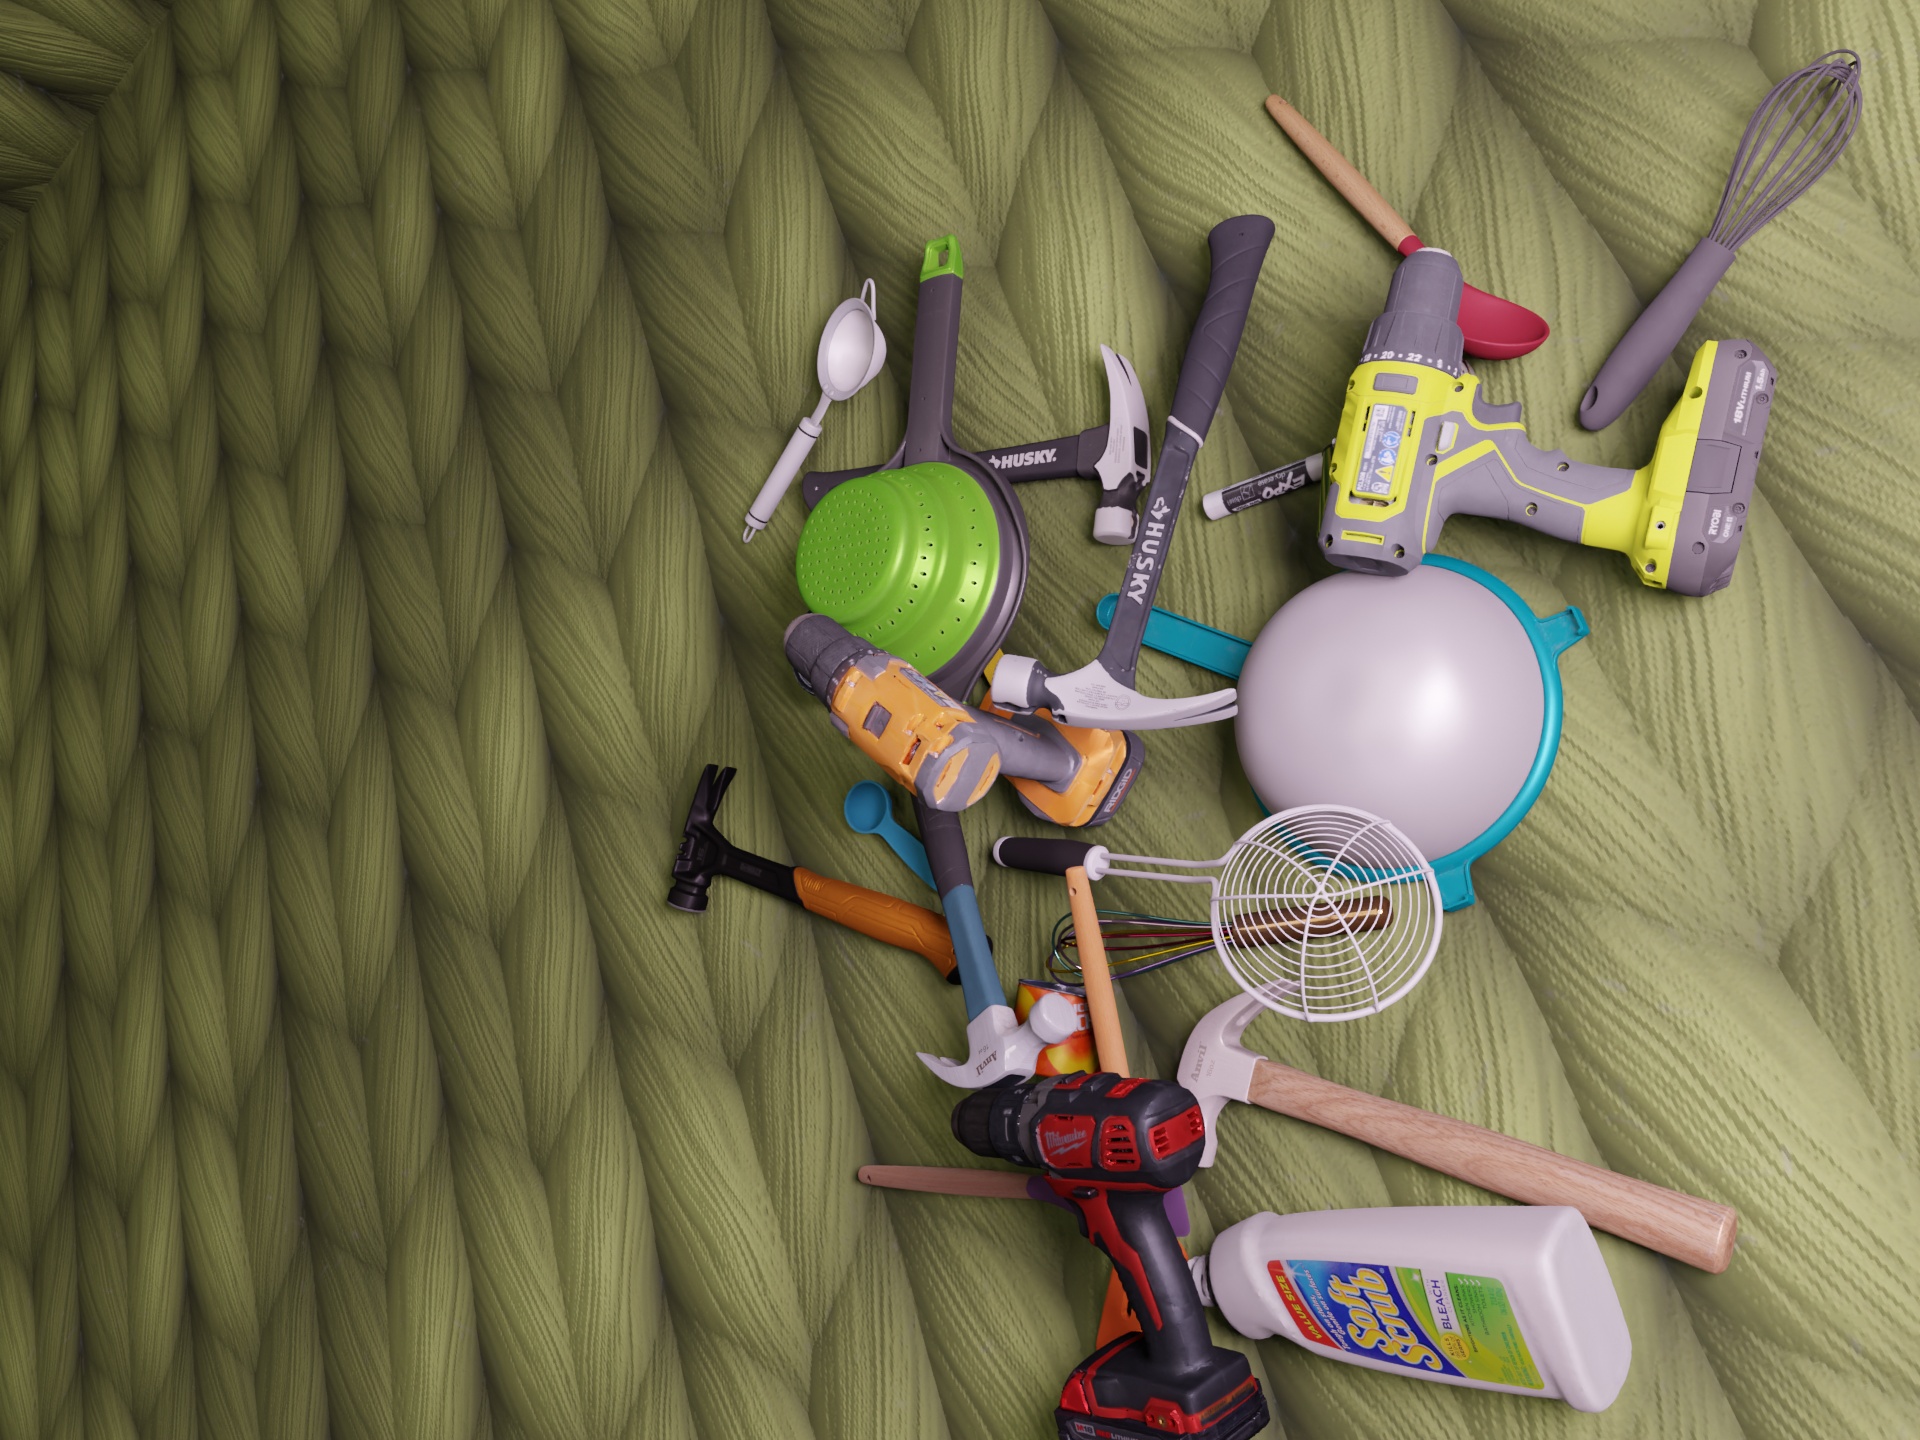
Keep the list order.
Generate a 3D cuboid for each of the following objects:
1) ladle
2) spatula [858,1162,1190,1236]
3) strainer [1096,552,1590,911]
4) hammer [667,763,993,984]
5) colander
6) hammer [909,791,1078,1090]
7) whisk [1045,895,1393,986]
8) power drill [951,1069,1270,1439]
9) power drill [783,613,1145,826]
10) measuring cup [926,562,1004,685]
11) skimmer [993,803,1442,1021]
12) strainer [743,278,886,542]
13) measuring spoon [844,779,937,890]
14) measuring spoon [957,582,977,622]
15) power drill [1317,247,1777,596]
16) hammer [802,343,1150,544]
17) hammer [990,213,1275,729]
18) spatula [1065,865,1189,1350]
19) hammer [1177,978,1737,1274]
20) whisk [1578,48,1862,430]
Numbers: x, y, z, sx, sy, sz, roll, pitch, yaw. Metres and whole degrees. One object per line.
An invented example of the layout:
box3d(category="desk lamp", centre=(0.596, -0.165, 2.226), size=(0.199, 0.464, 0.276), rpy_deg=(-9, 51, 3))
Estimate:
box3d(category="ladle", centre=(0.282, -0.331, 1.055), size=(0.031, 0.069, 0.316), rpy_deg=(101, 150, -49))
box3d(category="spatula", centre=(0.031, 0.312, 1.077), size=(0.316, 0.018, 0.060), rpy_deg=(-15, 88, 47))
box3d(category="strainer", centre=(0.201, -0.031, 1.008), size=(0.341, 0.095, 0.211), rpy_deg=(25, 96, 39))
box3d(category="hammer", centre=(-0.106, 0.131, 1.259), size=(0.337, 0.034, 0.127), rpy_deg=(15, 90, 40))
box3d(category="colander", centre=(-0.050, -0.197, 1.206), size=(0.204, 0.094, 0.397), rpy_deg=(-5, 76, 39))
box3d(category="hammer", centre=(-0.004, 0.113, 1.131), size=(0.128, 0.033, 0.331), rpy_deg=(-48, 40, 32))
box3d(category="whisk", centre=(0.162, 0.138, 1.038), size=(0.245, 0.047, 0.051), rpy_deg=(-13, 76, 32))
box3d(category="power drill", centre=(0.082, 0.324, 0.964), size=(0.188, 0.080, 0.227), rpy_deg=(-14, 90, 48))
box3d(category="power drill", centre=(-0.002, -0.003, 1.075), size=(0.186, 0.226, 0.084), rpy_deg=(39, 109, 36))
box3d(category="measuring cup", centre=(0.024, -0.061, 1.212), size=(0.062, 0.029, 0.157), rpy_deg=(-35, 71, 29))
box3d(category="skimmer", centre=(0.142, 0.108, 1.016), size=(0.363, 0.090, 0.127), rpy_deg=(-2, 61, 61))
box3d(category="strainer", centre=(-0.124, -0.258, 1.365), size=(0.258, 0.050, 0.087), rpy_deg=(-56, 46, 22))
box3d(category="measuring spoon", centre=(-0.041, 0.094, 1.230), size=(0.129, 0.021, 0.042), rpy_deg=(42, 105, 28))
box3d(category="measuring spoon", centre=(-0.002, -0.065, 1.204), size=(0.021, 0.011, 0.117), rpy_deg=(32, 106, 30))
box3d(category="power drill", centre=(0.331, -0.168, 0.908), size=(0.228, 0.080, 0.190), rpy_deg=(12, 88, 24))
box3d(category="hammer", centre=(0.002, -0.201, 1.251), size=(0.335, 0.035, 0.146), rpy_deg=(-1, 80, 39))
box3d(category="hammer", centre=(0.148, -0.174, 1.046), size=(0.149, 0.036, 0.409), rpy_deg=(11, 66, 17))
box3d(category="spatula", centre=(0.100, 0.255, 1.024), size=(0.081, 0.041, 0.322), rpy_deg=(-10, 91, 43))
box3d(category="hammer", centre=(0.273, 0.241, 0.926), size=(0.331, 0.031, 0.130), rpy_deg=(11, 87, 40))
box3d(category="whisk", centre=(0.433, -0.272, 0.915), size=(0.055, 0.055, 0.239), rpy_deg=(46, 113, 36))
